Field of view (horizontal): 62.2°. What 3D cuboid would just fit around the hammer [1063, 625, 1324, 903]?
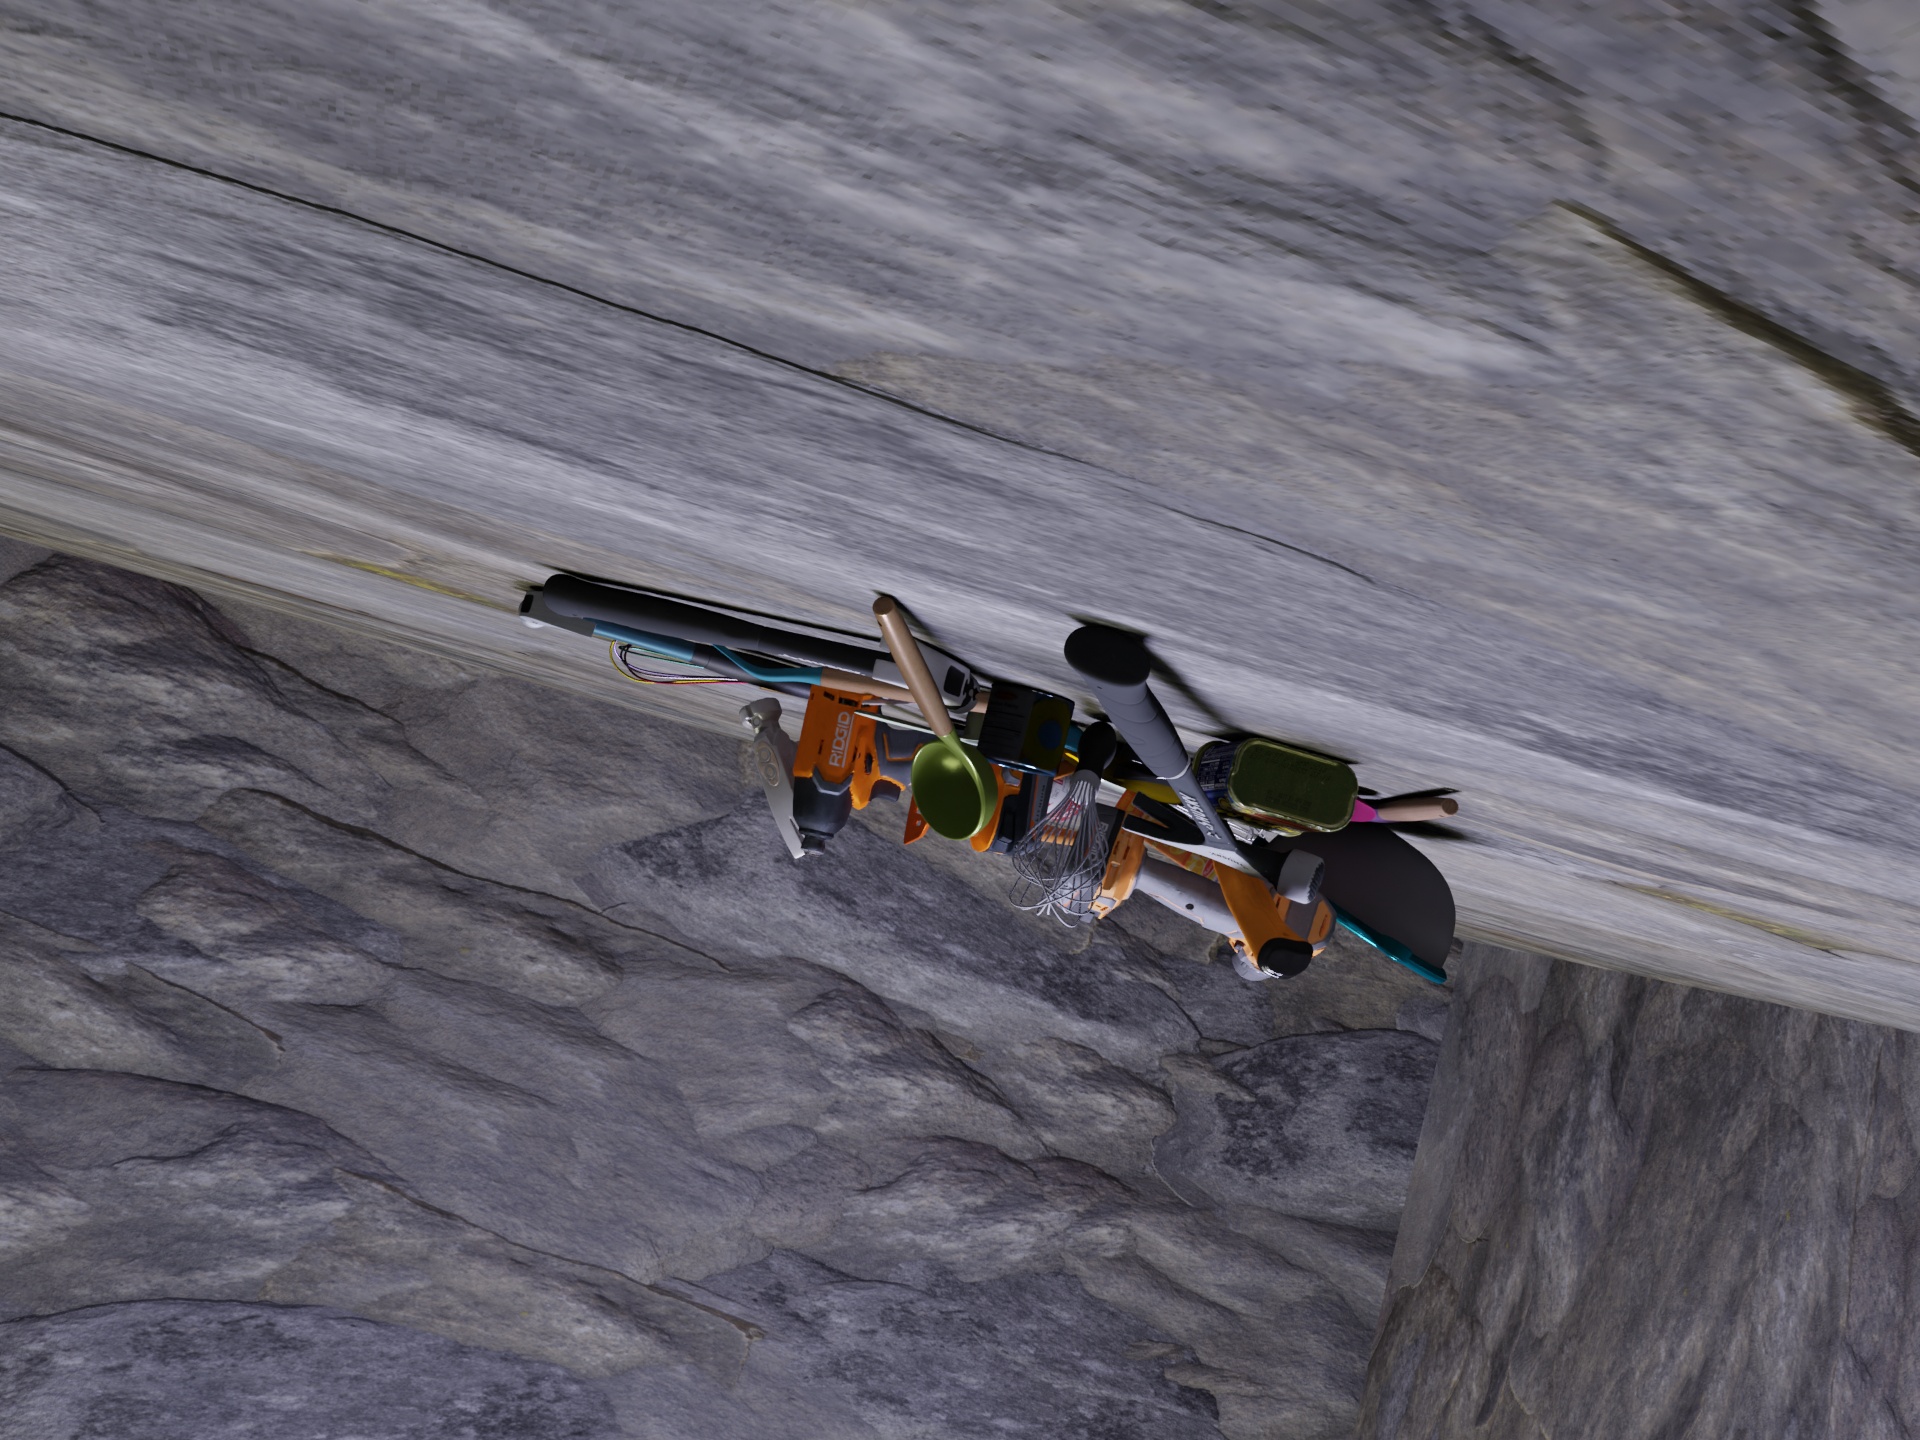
[{"bbox_3d":[0.135,0.031,1.018,0.149,0.036,0.408,20,168,26],"label":"hammer"}]

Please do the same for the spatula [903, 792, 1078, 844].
[{"bbox_3d":[0.032,0.109,1.688,0.041,0.081,0.323,15,174,-41],"label":"spatula"}]

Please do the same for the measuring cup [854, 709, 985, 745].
[{"bbox_3d":[-0.002,-0.004,1.296,0.167,0.038,0.083,12,175,-10],"label":"measuring cup"}]

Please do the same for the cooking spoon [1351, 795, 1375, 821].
[{"bbox_3d":[0.293,0.070,1.423,0.068,0.017,0.319,27,173,-6],"label":"cooking spoon"}]

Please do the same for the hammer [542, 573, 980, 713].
[{"bbox_3d":[-0.159,-0.064,1.169,0.335,0.035,0.146,13,175,18],"label":"hammer"}]

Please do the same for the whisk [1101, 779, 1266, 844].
[{"bbox_3d":[0.221,0.083,1.632,0.246,0.057,0.059,22,-160,-28],"label":"whisk"}]

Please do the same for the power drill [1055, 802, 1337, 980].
[{"bbox_3d":[0.198,0.162,1.387,0.226,0.084,0.185,21,160,5],"label":"power drill"}]

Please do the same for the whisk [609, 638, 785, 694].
[{"bbox_3d":[-0.210,-0.042,1.507,0.245,0.047,0.051,12,174,-6],"label":"whisk"}]

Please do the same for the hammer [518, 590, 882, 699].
[{"bbox_3d":[-0.229,-0.058,1.433,0.330,0.033,0.128,16,176,-18],"label":"hammer"}]

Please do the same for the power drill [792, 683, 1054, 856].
[{"bbox_3d":[-0.038,0.057,1.416,0.226,0.164,0.084,14,172,-15],"label":"power drill"}]

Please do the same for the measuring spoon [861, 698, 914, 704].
[{"bbox_3d":[-0.057,-0.022,1.320,0.034,0.018,0.124,0,-178,15],"label":"measuring spoon"}]

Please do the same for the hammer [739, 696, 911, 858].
[{"bbox_3d":[-0.071,0.056,1.600,0.038,0.146,0.410,-27,166,25],"label":"hammer"}]

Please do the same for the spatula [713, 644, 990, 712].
[{"bbox_3d":[-0.083,-0.042,1.265,0.317,0.044,0.082,10,174,3],"label":"spatula"}]

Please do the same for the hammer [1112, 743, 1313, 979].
[{"bbox_3d":[0.207,0.107,1.260,0.127,0.034,0.337,16,-161,-10],"label":"hammer"}]

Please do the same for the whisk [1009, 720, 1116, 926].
[{"bbox_3d":[0.084,0.063,1.156,0.070,0.070,0.285,14,-155,6],"label":"whisk"}]

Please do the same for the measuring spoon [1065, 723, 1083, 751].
[{"bbox_3d":[0.054,-0.002,1.364,0.129,0.021,0.042,22,179,23],"label":"measuring spoon"}]

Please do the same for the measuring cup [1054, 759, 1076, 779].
[{"bbox_3d":[0.075,0.037,1.557,0.173,0.052,0.095,-16,-142,-44],"label":"measuring cup"}]

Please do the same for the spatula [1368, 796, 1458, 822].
[{"bbox_3d":[0.356,0.074,1.295,0.060,0.018,0.316,12,176,3],"label":"spatula"}]

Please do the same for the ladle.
[{"bbox_3d":[-0.026,0.002,1.069,0.078,0.062,0.320,48,173,24],"label":"ladle"}]

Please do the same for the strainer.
[{"bbox_3d":[0.375,0.147,1.411,0.211,0.095,0.340,34,-176,4],"label":"strainer"}]
